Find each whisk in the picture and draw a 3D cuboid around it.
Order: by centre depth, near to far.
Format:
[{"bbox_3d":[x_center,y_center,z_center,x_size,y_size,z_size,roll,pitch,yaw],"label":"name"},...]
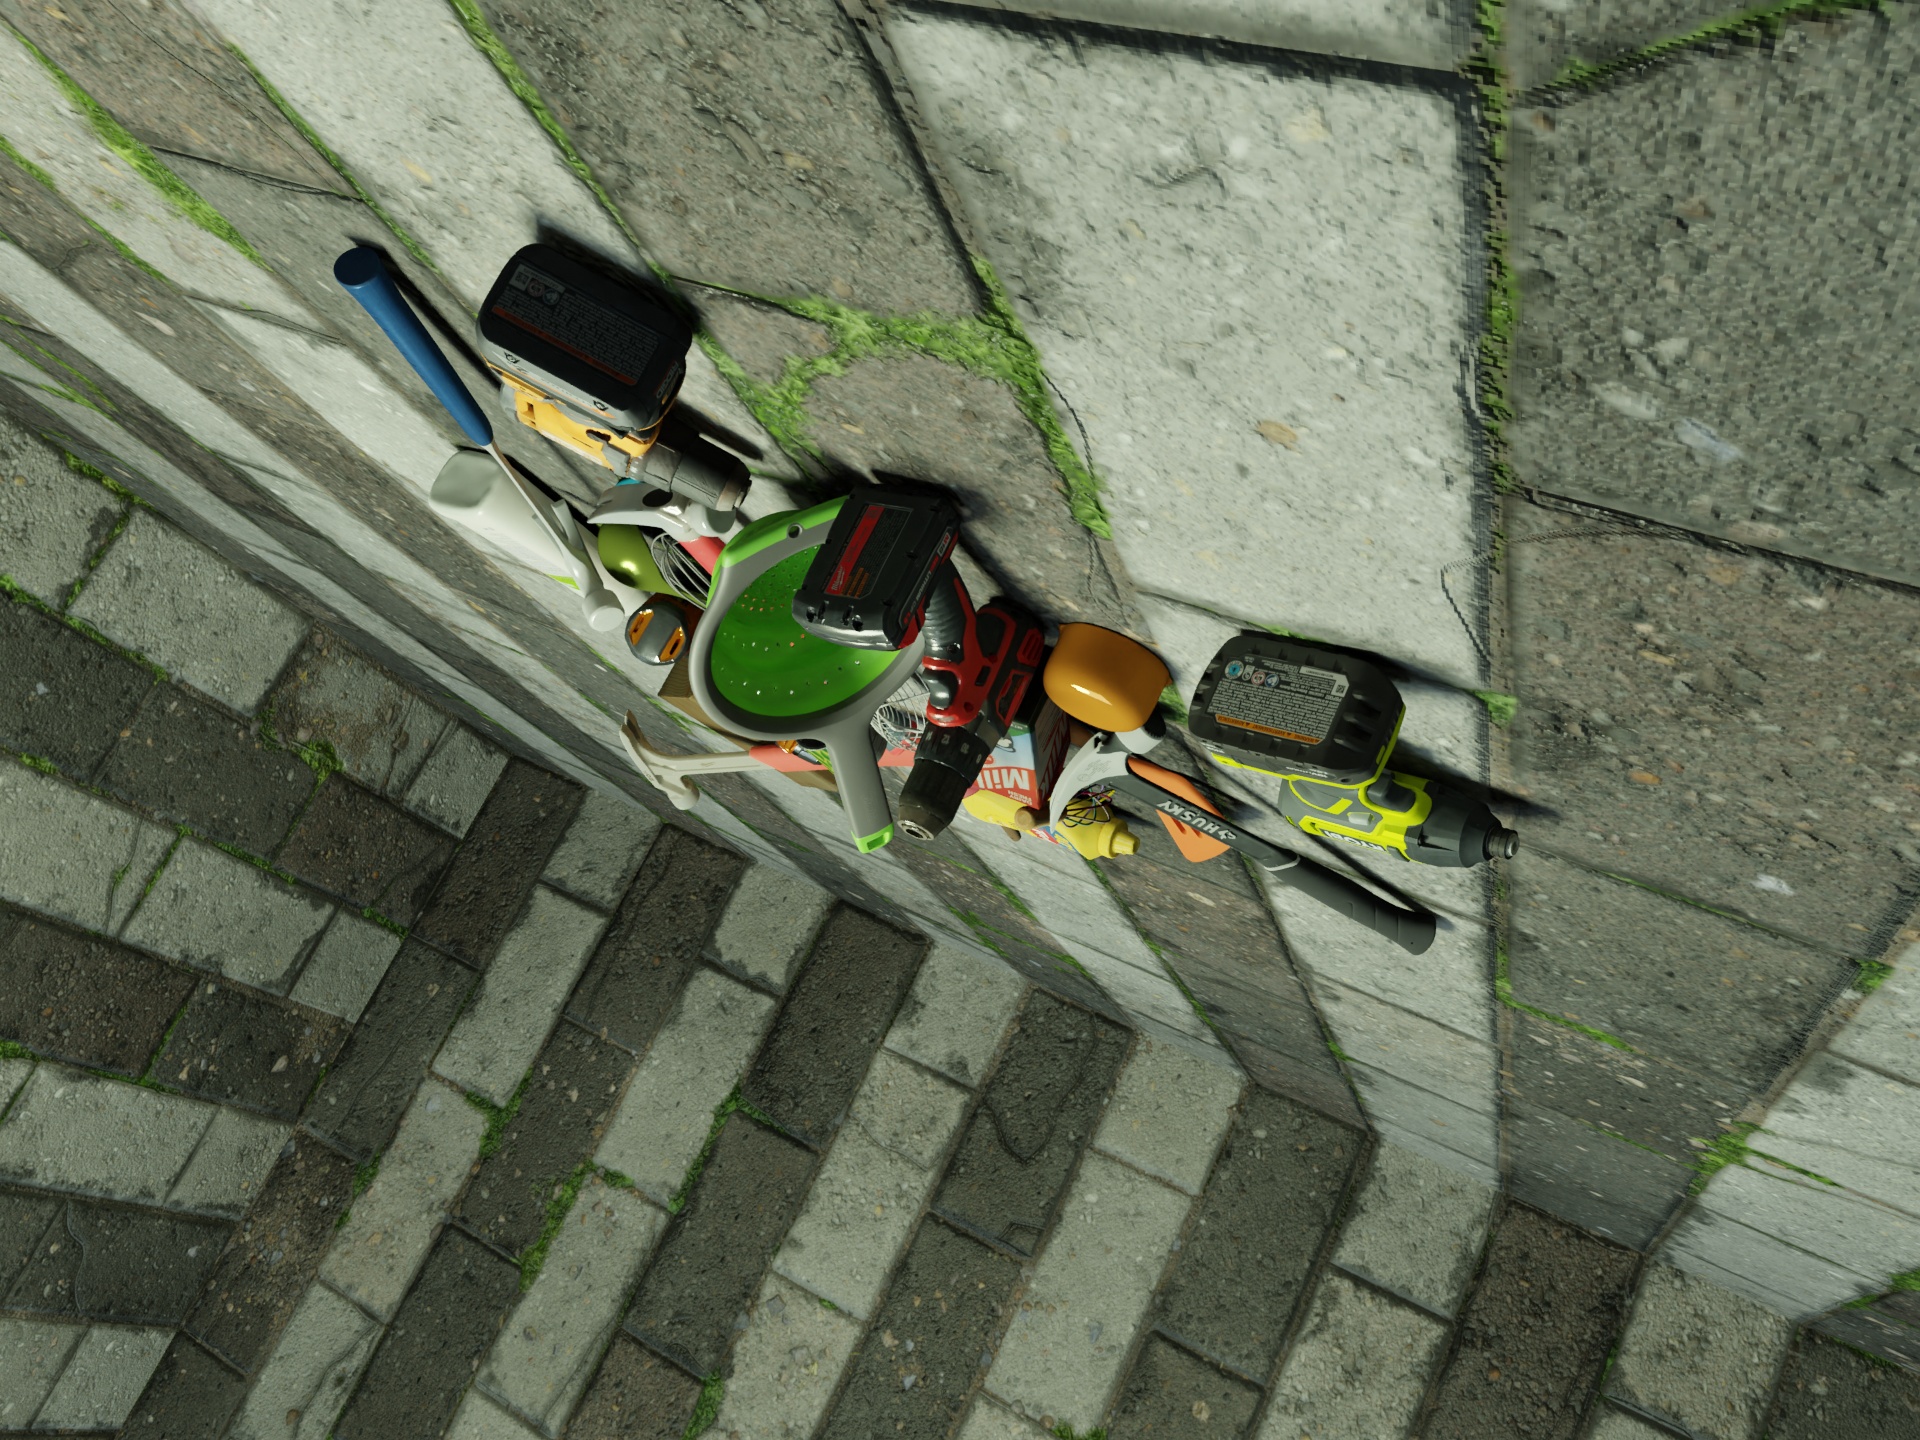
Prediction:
[{"bbox_3d":[-0.193,-0.082,1.440,0.238,0.055,0.055,50,157,-26],"label":"whisk"},{"bbox_3d":[0.096,0.078,1.457,0.047,0.051,0.245,-3,179,19],"label":"whisk"}]

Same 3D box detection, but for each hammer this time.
[{"bbox_3d":[-0.387,-0.229,1.297,0.144,0.035,0.405,57,175,31],"label":"hammer"},{"bbox_3d":[0.257,0.117,1.366,0.408,0.036,0.149,28,132,-24],"label":"hammer"},{"bbox_3d":[-0.159,-0.079,1.390,0.143,0.038,0.385,6,154,36],"label":"hammer"},{"bbox_3d":[-0.173,0.033,1.665,0.359,0.037,0.149,-4,141,19],"label":"hammer"}]

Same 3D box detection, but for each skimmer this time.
[{"bbox_3d":[-0.002,-0.005,1.463,0.127,0.090,0.363,42,-174,21],"label":"skimmer"}]

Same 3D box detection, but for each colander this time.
[{"bbox_3d":[-0.111,-0.038,1.253,0.095,0.204,0.396,55,164,37],"label":"colander"}]

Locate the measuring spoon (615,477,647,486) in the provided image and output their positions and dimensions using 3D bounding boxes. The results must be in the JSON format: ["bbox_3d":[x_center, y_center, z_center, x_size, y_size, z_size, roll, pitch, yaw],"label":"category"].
[{"bbox_3d":[-0.268,-0.191,1.331,0.042,0.021,0.129,31,165,-27],"label":"measuring spoon"}]

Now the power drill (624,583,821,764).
[{"bbox_3d":[-0.211,-0.057,1.565,0.226,0.084,0.164,31,-167,-7],"label":"power drill"}]

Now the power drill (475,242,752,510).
[{"bbox_3d":[-0.224,-0.212,1.061,0.185,0.084,0.226,28,171,-6],"label":"power drill"}]

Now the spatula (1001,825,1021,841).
[{"bbox_3d":[0.025,0.078,1.785,0.060,0.018,0.315,20,164,24],"label":"spatula"}]

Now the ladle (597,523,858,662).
[{"bbox_3d":[-0.193,-0.106,1.496,0.320,0.062,0.078,25,175,-21],"label":"ladle"}]

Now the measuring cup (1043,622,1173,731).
[{"bbox_3d":[0.099,-0.019,1.217,0.095,0.052,0.173,27,164,-1],"label":"measuring cup"}]

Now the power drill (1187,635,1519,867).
[{"bbox_3d":[0.264,0.033,1.062,0.171,0.080,0.223,15,166,42],"label":"power drill"}]

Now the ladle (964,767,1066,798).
[{"bbox_3d":[0.038,0.060,1.511,0.069,0.031,0.315,-1,176,-27],"label":"ladle"}]

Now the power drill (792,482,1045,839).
[{"bbox_3d":[-0.027,-0.037,1.117,0.080,0.188,0.226,13,157,32],"label":"power drill"}]

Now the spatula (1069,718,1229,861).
[{"bbox_3d":[0.101,0.021,1.387,0.322,0.041,0.081,31,149,-11],"label":"spatula"}]
